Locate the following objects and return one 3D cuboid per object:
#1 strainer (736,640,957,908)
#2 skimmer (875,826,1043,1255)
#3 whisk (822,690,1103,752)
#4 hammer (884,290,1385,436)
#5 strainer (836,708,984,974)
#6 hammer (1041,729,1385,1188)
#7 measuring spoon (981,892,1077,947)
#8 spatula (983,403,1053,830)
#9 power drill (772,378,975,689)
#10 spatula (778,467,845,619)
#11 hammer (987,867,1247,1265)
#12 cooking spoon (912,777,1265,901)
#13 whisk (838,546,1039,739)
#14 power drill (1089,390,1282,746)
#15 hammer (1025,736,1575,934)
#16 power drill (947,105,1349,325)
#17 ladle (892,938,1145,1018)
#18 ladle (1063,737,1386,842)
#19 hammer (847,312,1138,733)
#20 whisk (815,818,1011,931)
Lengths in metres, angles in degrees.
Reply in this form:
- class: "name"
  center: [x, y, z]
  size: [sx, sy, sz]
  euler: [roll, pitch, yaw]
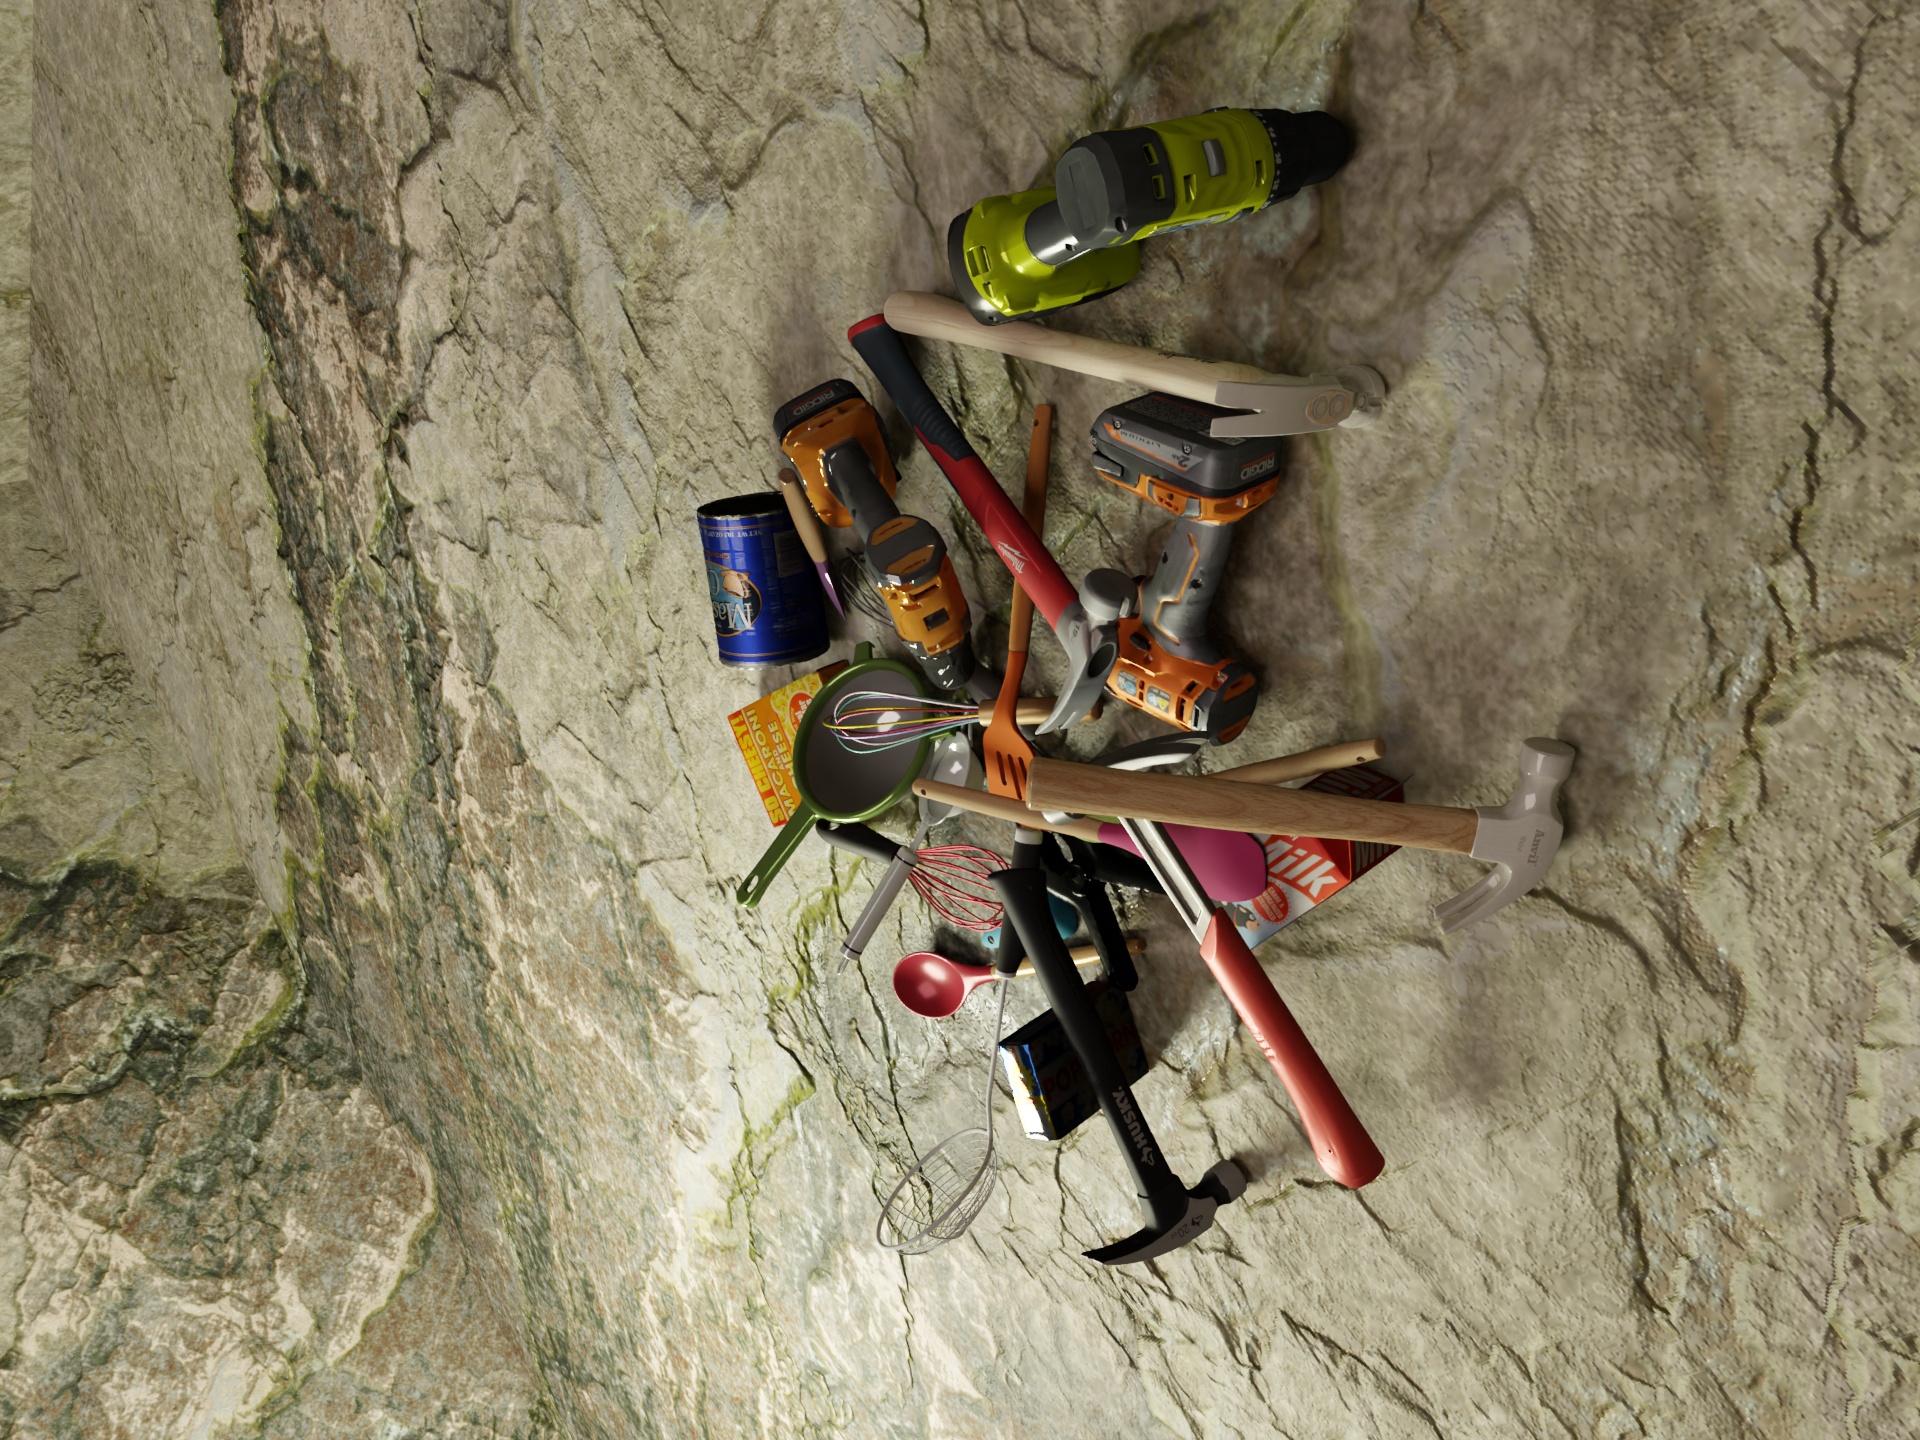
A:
- class: "strainer"
  center: [-0.101, 0.068, 1.398]
  size: [0.256, 0.069, 0.152]
  euler: [-53, 49, 6]
- class: "skimmer"
  center: [0.000, 0.262, 1.309]
  size: [0.127, 0.090, 0.363]
  euler: [-124, 42, -80]
- class: "whisk"
  center: [-0.003, -0.003, 1.288]
  size: [0.245, 0.047, 0.051]
  euler: [-2, 78, 25]
- class: "hammer"
  center: [0.078, -0.251, 1.085]
  size: [0.411, 0.146, 0.038]
  euler: [26, 119, 44]
- class: "strainer"
  center: [-0.040, 0.111, 1.372]
  size: [0.258, 0.050, 0.087]
  euler: [-59, 24, 5]
- class: "hammer"
  center: [0.200, 0.173, 1.103]
  size: [0.149, 0.037, 0.359]
  euler: [-24, 103, 46]
- class: "measuring spoon"
  center: [0.052, 0.183, 1.385]
  size: [0.128, 0.021, 0.042]
  euler: [-29, 85, 49]
- class: "spatula"
  center: [0.053, -0.077, 1.214]
  size: [0.081, 0.041, 0.322]
  euler: [13, 100, 50]
- class: "power drill"
  center: [-0.057, -0.140, 1.265]
  size: [0.226, 0.084, 0.185]
  euler: [60, 176, 33]
- class: "spatula"
  center: [-0.117, -0.141, 1.290]
  size: [0.315, 0.018, 0.060]
  euler: [79, 169, -77]
- class: "hammer"
  center: [0.102, 0.265, 1.248]
  size: [0.035, 0.146, 0.334]
  euler: [-13, 104, 63]
- class: "cooking spoon"
  center: [0.085, 0.078, 1.182]
  size: [0.319, 0.017, 0.068]
  euler: [12, 119, 39]
- class: "whisk"
  center: [-0.019, -0.066, 1.334]
  size: [0.239, 0.055, 0.055]
  euler: [44, 135, 19]
- class: "power drill"
  center: [0.138, -0.109, 1.116]
  size: [0.164, 0.084, 0.226]
  euler: [28, 130, 37]
- class: "hammer"
  center: [0.206, 0.060, 1.004]
  size: [0.331, 0.031, 0.130]
  euler: [6, 112, 5]
- class: "power drill"
  center: [0.110, -0.320, 0.993]
  size: [0.228, 0.190, 0.080]
  euler: [-1, 108, 63]
- class: "ladle"
  center: [0.047, 0.219, 1.405]
  size: [0.315, 0.031, 0.069]
  euler: [-20, 99, 48]
- class: "ladle"
  center: [0.176, 0.039, 1.141]
  size: [0.078, 0.062, 0.320]
  euler: [39, 148, -24]
- class: "hammer"
  center: [0.005, -0.167, 1.197]
  size: [0.387, 0.038, 0.143]
  euler: [58, 145, 33]
- class: "whisk"
  center: [-0.042, 0.129, 1.440]
  size: [0.296, 0.073, 0.073]
  euler: [17, 120, 48]
